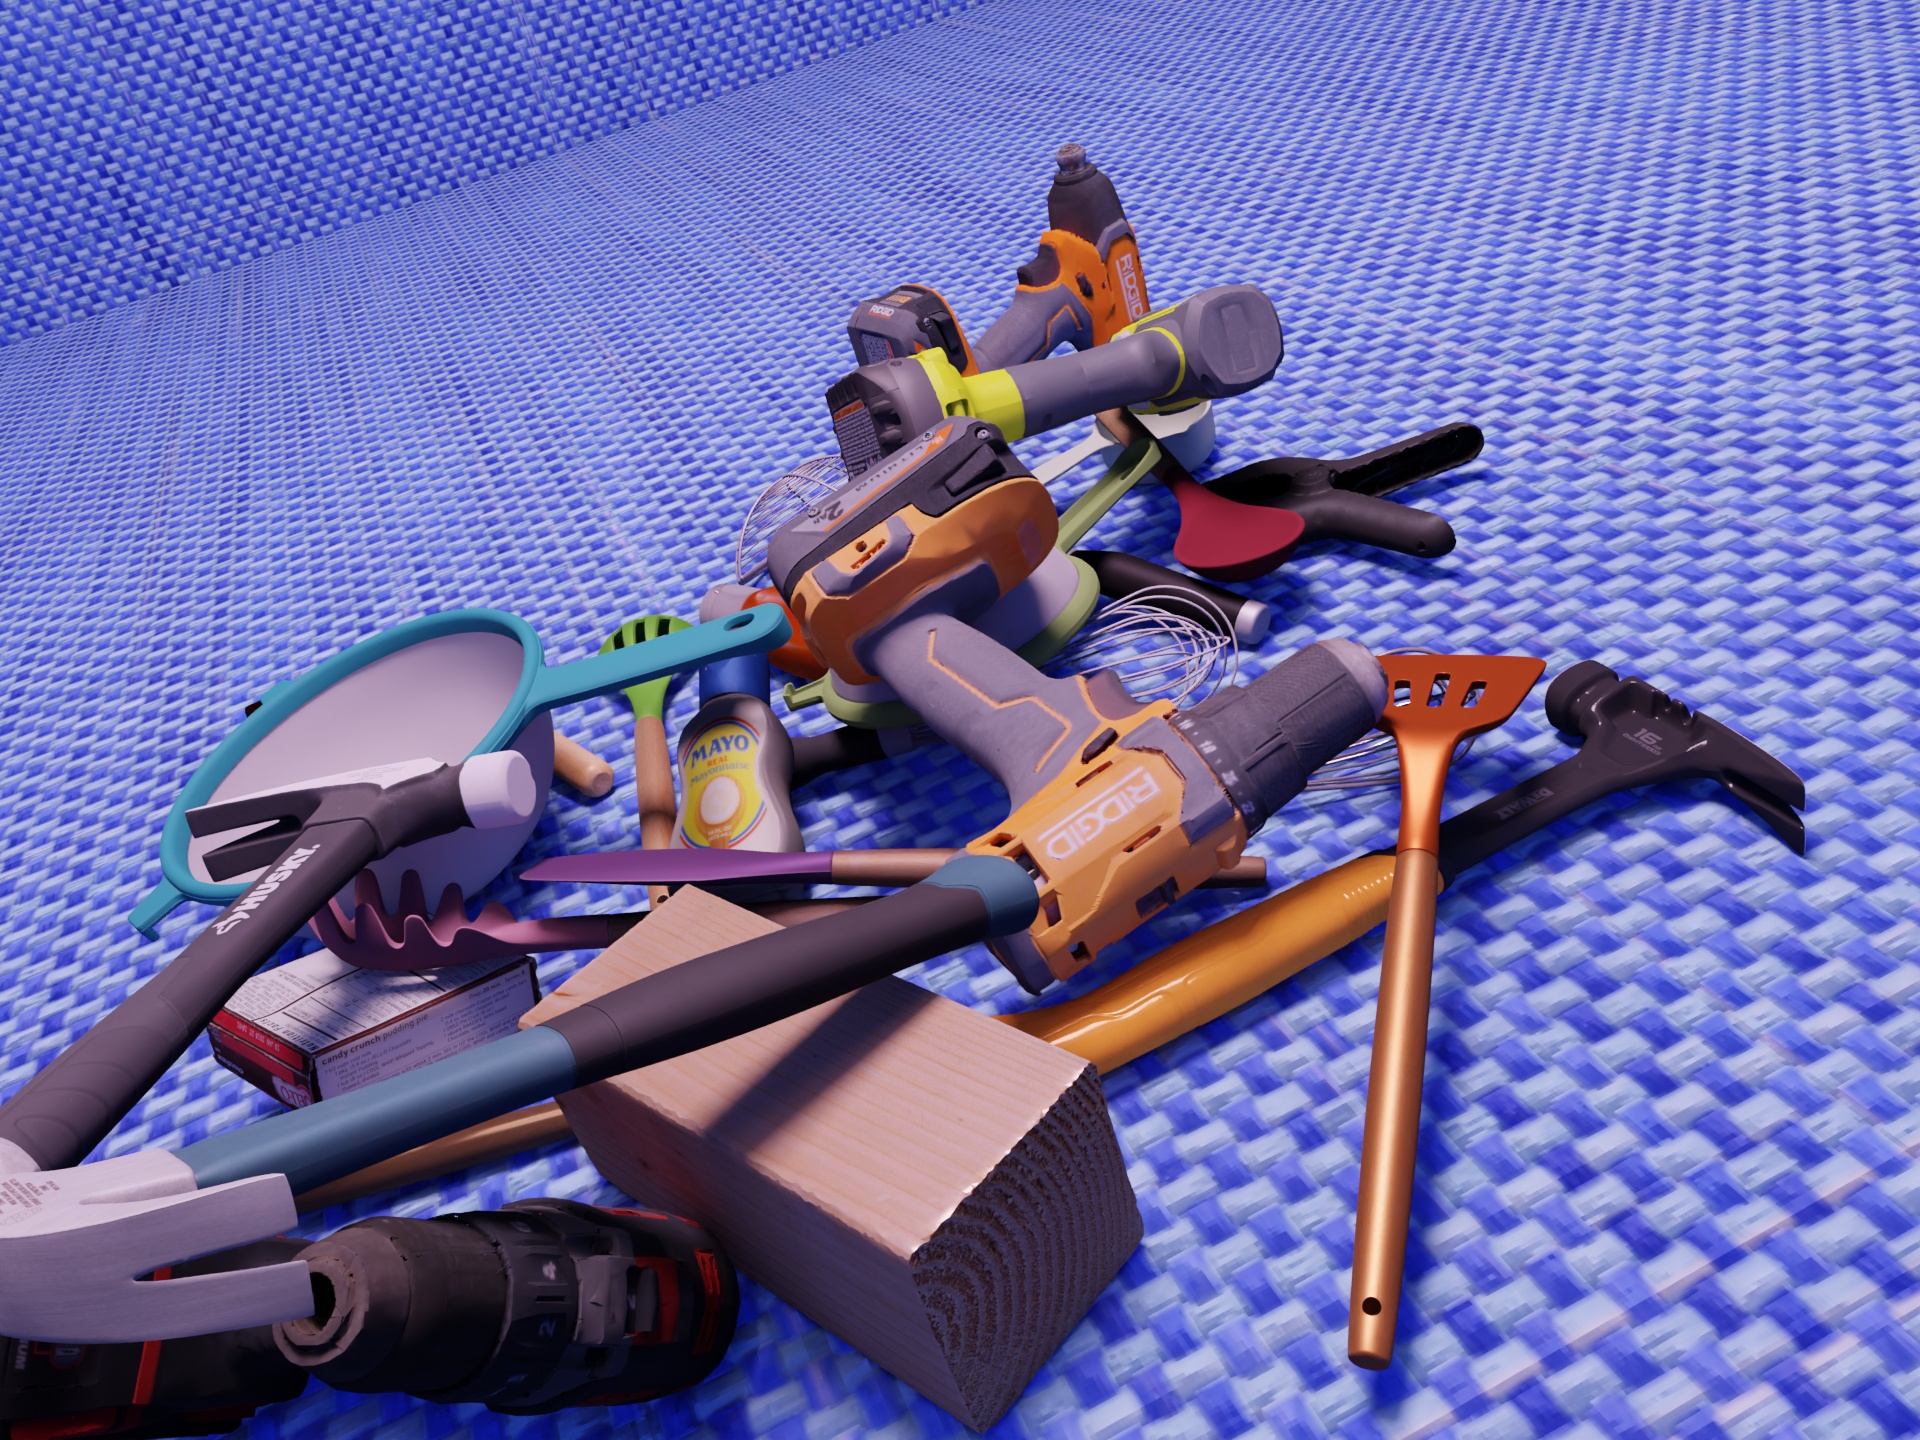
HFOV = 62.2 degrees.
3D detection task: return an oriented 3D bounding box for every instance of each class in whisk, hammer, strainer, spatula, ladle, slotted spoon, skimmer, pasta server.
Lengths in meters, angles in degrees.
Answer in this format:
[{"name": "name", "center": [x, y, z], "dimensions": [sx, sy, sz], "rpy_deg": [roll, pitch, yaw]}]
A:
[{"name": "whisk", "center": [0.114, 0.028, 0.708], "dimensions": [0.246, 0.059, 0.058], "rpy_deg": [-20, -5, 2]}, {"name": "hammer", "center": [0.158, 0.074, 0.623], "dimensions": [0.337, 0.034, 0.127], "rpy_deg": [-24, 32, -11]}, {"name": "strainer", "center": [0.020, -0.096, 0.814], "dimensions": [0.151, 0.069, 0.256], "rpy_deg": [2, 38, 47]}, {"name": "spatula", "center": [0.163, 0.075, 0.570], "dimensions": [0.081, 0.041, 0.323], "rpy_deg": [1, 47, 21]}, {"name": "ladle", "center": [-0.280, 0.184, 0.640], "dimensions": [0.320, 0.062, 0.078], "rpy_deg": [-15, 32, -2]}, {"name": "slotted spoon", "center": [-0.167, 0.016, 0.871], "dimensions": [0.070, 0.031, 0.314], "rpy_deg": [-16, 33, -3]}, {"name": "hammer", "center": [-0.108, 0.094, 0.468], "dimensions": [0.331, 0.033, 0.128], "rpy_deg": [-15, 10, -40]}, {"name": "ladle", "center": [0.115, -0.155, 0.940], "dimensions": [0.069, 0.031, 0.316], "rpy_deg": [-21, 36, -5]}, {"name": "hammer", "center": [-0.275, 0.097, 0.553], "dimensions": [0.146, 0.035, 0.335], "rpy_deg": [-8, 22, 11]}, {"name": "spatula", "center": [-0.029, 0.063, 0.683], "dimensions": [0.316, 0.018, 0.060], "rpy_deg": [0, 8, 4]}, {"name": "skimmer", "center": [0.015, -0.083, 0.935], "dimensions": [0.363, 0.090, 0.127], "rpy_deg": [22, 43, 31]}, {"name": "whisk", "center": [-0.279, -0.004, 0.940], "dimensions": [0.051, 0.047, 0.245], "rpy_deg": [-35, 40, -29]}, {"name": "strainer", "center": [-0.229, 0.025, 0.804], "dimensions": [0.340, 0.095, 0.211], "rpy_deg": [-16, 36, 13]}, {"name": "pasta server", "center": [-0.124, 0.082, 0.688], "dimensions": [0.316, 0.040, 0.060], "rpy_deg": [-3, 8, 0]}, {"name": "whisk", "center": [-0.002, -0.004, 0.796], "dimensions": [0.284, 0.070, 0.070], "rpy_deg": [-15, 32, 12]}]

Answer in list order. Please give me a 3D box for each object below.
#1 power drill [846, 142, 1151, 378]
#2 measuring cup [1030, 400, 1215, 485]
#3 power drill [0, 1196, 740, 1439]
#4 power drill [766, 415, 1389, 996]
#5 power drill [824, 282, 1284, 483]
[{"name": "power drill", "center": [0.036, -0.292, 1.119], "dimensions": [0.226, 0.164, 0.084], "rpy_deg": [-35, 37, -22]}, {"name": "measuring cup", "center": [0.088, -0.160, 1.012], "dimensions": [0.167, 0.038, 0.083], "rpy_deg": [-31, 36, -11]}, {"name": "power drill", "center": [-0.204, 0.184, 0.495], "dimensions": [0.227, 0.187, 0.080], "rpy_deg": [-8, 68, 17]}, {"name": "power drill", "center": [0.043, -0.025, 0.651], "dimensions": [0.185, 0.084, 0.226], "rpy_deg": [-34, 59, -3]}, {"name": "power drill", "center": [0.046, -0.180, 0.890], "dimensions": [0.223, 0.080, 0.171], "rpy_deg": [-18, 9, -14]}]
